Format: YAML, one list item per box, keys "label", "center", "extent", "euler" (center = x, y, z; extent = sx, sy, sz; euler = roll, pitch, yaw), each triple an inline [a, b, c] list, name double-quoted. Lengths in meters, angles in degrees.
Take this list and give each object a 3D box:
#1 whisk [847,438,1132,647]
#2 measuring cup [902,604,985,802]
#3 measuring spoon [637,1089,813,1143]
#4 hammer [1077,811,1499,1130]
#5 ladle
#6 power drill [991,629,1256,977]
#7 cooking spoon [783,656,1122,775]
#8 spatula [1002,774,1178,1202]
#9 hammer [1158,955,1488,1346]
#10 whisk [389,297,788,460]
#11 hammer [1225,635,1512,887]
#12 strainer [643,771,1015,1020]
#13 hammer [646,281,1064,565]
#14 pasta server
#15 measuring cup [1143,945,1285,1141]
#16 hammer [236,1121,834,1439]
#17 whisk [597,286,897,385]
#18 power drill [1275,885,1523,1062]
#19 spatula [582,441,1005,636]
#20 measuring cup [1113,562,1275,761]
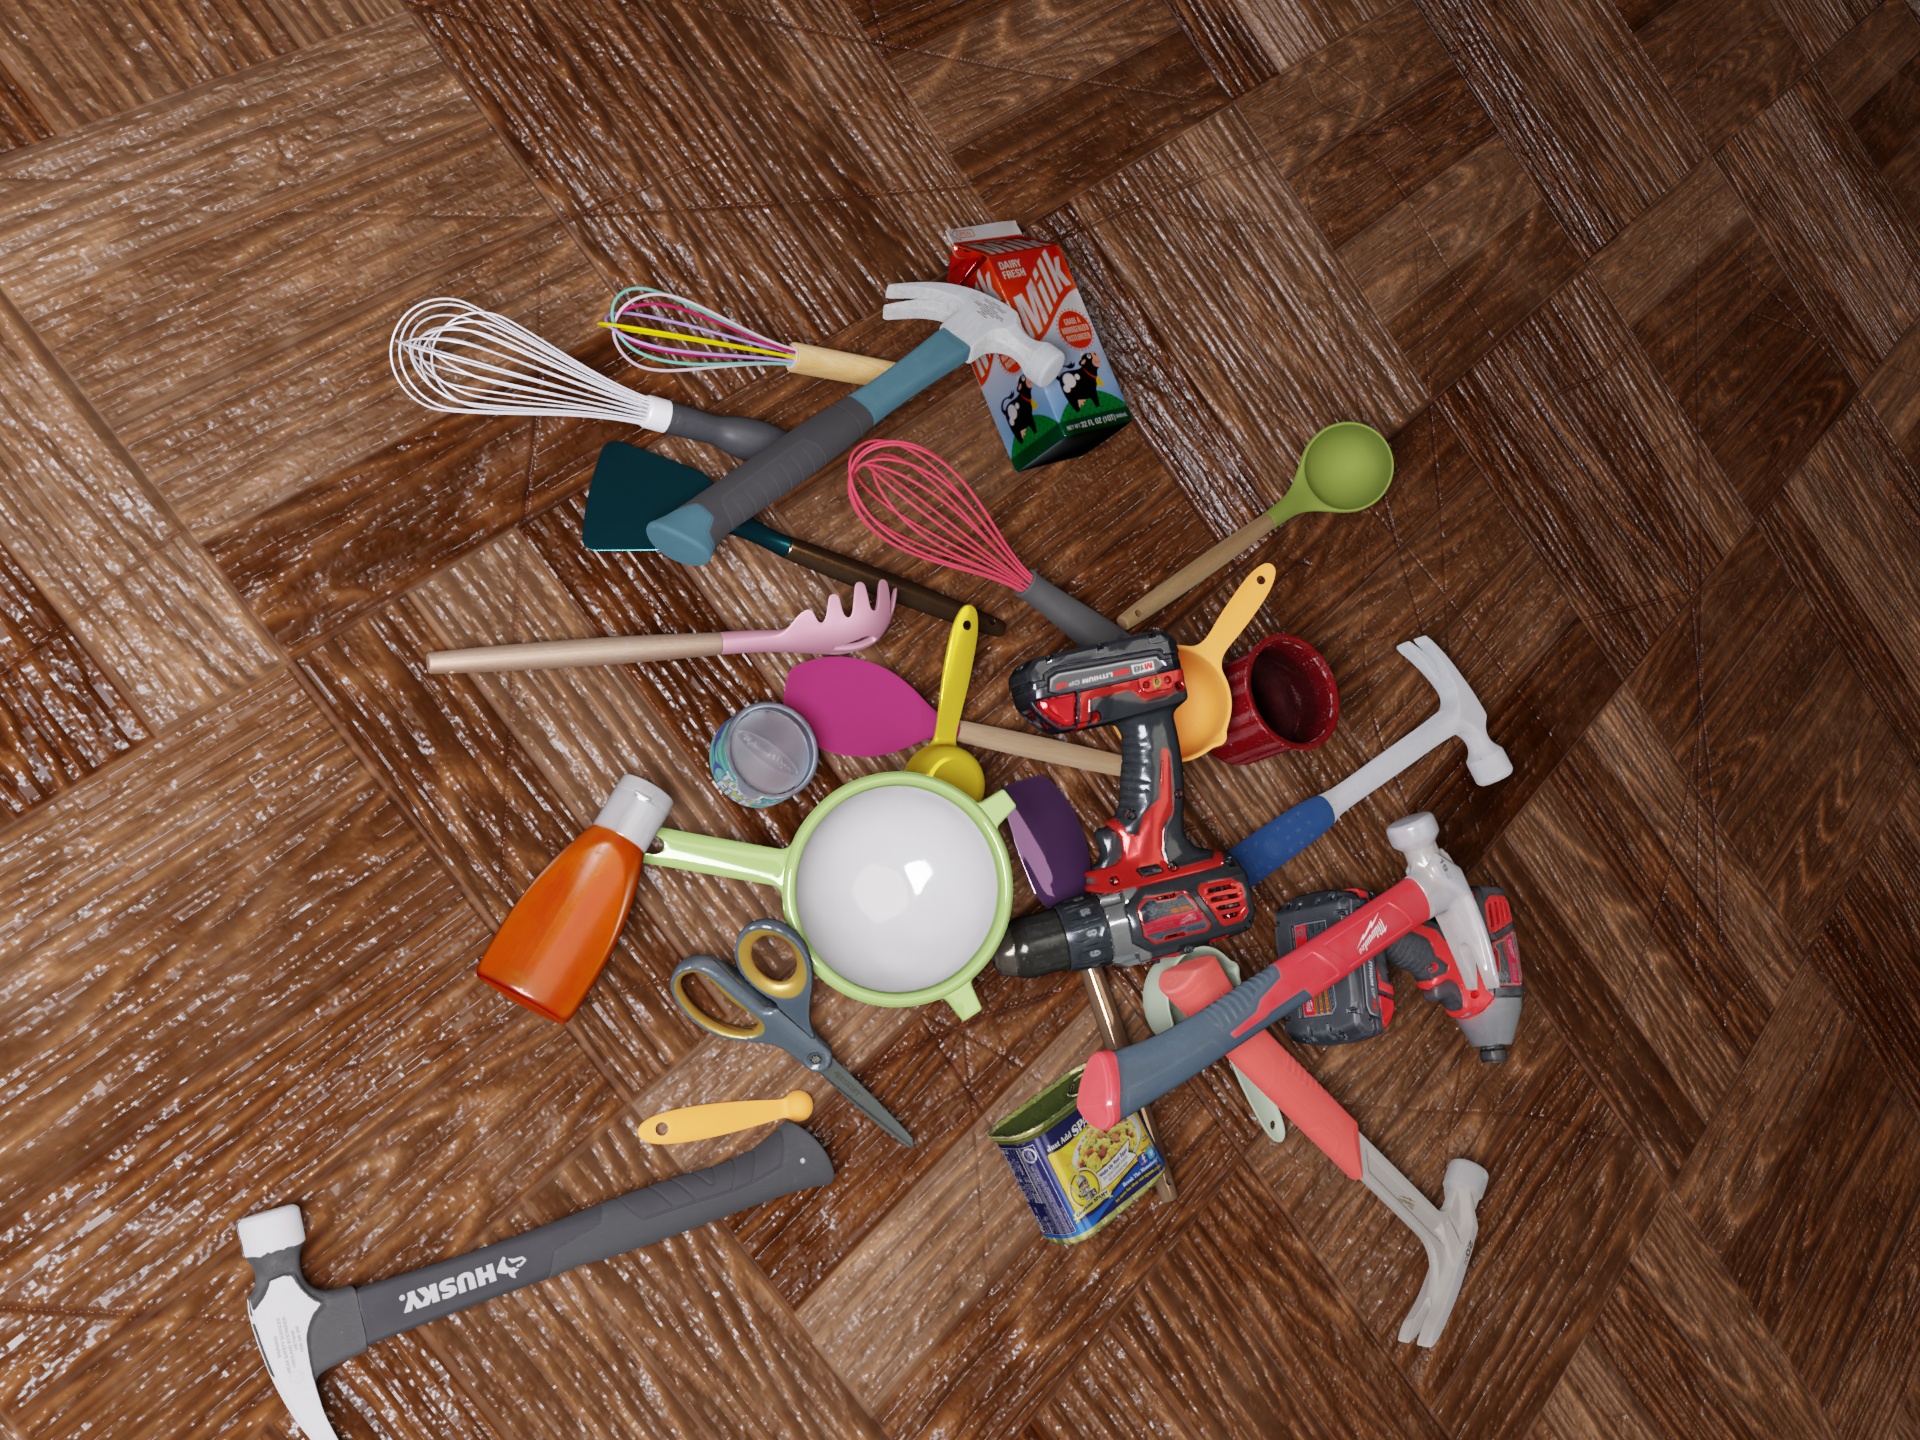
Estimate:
- label: "whisk"
  center: [0.033, -0.112, 1.177]
  extent: [0.295, 0.073, 0.073]
  euler: [33, 61, -25]
- label: "measuring cup"
  center: [-0.002, -0.004, 1.109]
  extent: [0.062, 0.029, 0.156]
  euler: [9, 90, -27]
- label: "measuring spoon"
  center: [-0.144, 0.247, 0.989]
  extent: [0.117, 0.011, 0.021]
  euler: [-2, 76, -31]
- label: "hammer"
  center: [0.236, 0.198, 1.112]
  extent: [0.386, 0.038, 0.143]
  euler: [-23, 90, -34]
- label: "ladle"
  center: [0.245, -0.157, 1.313]
  extent: [0.320, 0.062, 0.078]
  euler: [-35, 92, -30]
- label: "power drill"
  center: [0.094, 0.064, 1.117]
  extent: [0.188, 0.080, 0.227]
  euler: [-13, 88, -8]
- label: "cooking spoon"
  center: [0.019, 0.012, 1.151]
  extent: [0.318, 0.017, 0.069]
  euler: [12, 78, -26]
- label: "spatula"
  center: [0.100, 0.191, 1.145]
  extent: [0.059, 0.018, 0.316]
  euler: [-14, 82, -32]
- label: "hammer"
  center: [0.264, 0.303, 1.169]
  extent: [0.358, 0.037, 0.149]
  euler: [45, 58, -21]
- label: "whisk"
  center: [-0.233, -0.211, 1.054]
  extent: [0.284, 0.070, 0.070]
  euler: [11, 70, -32]
- label: "hammer"
  center: [0.299, 0.062, 1.288]
  extent: [0.405, 0.035, 0.144]
  euler: [-29, 91, -33]
- label: "strainer"
  center: [-0.096, 0.101, 1.041]
  extent: [0.256, 0.069, 0.151]
  euler: [11, 82, -9]
- label: "hammer"
  center: [-0.078, -0.205, 1.093]
  extent: [0.128, 0.033, 0.331]
  euler: [40, 60, 15]
- label: "pasta server"
  center: [-0.185, -0.056, 1.039]
  extent: [0.316, 0.060, 0.040]
  euler: [-6, 72, -26]
- label: "measuring cup"
  center: [0.190, 0.242, 1.174]
  extent: [0.083, 0.038, 0.167]
  euler: [-38, 105, -34]
- label: "hammer"
  center: [-0.223, 0.306, 0.912]
  extent: [0.334, 0.035, 0.146]
  euler: [-11, 80, -32]
- label: "whisk"
  center: [-0.141, -0.264, 1.132]
  extent: [0.244, 0.047, 0.051]
  euler: [3, 73, -34]
- label: "power drill"
  center: [0.360, 0.202, 1.261]
  extent: [0.219, 0.078, 0.143]
  euler: [5, 73, -32]
- label: "spatula"
  center: [-0.104, -0.111, 1.116]
  extent: [0.317, 0.044, 0.082]
  euler: [19, 65, -29]
- label: "measuring cup"
  center: [0.180, -0.045, 1.200]
  extent: [0.095, 0.052, 0.173]
  euler: [36, 84, -1]
